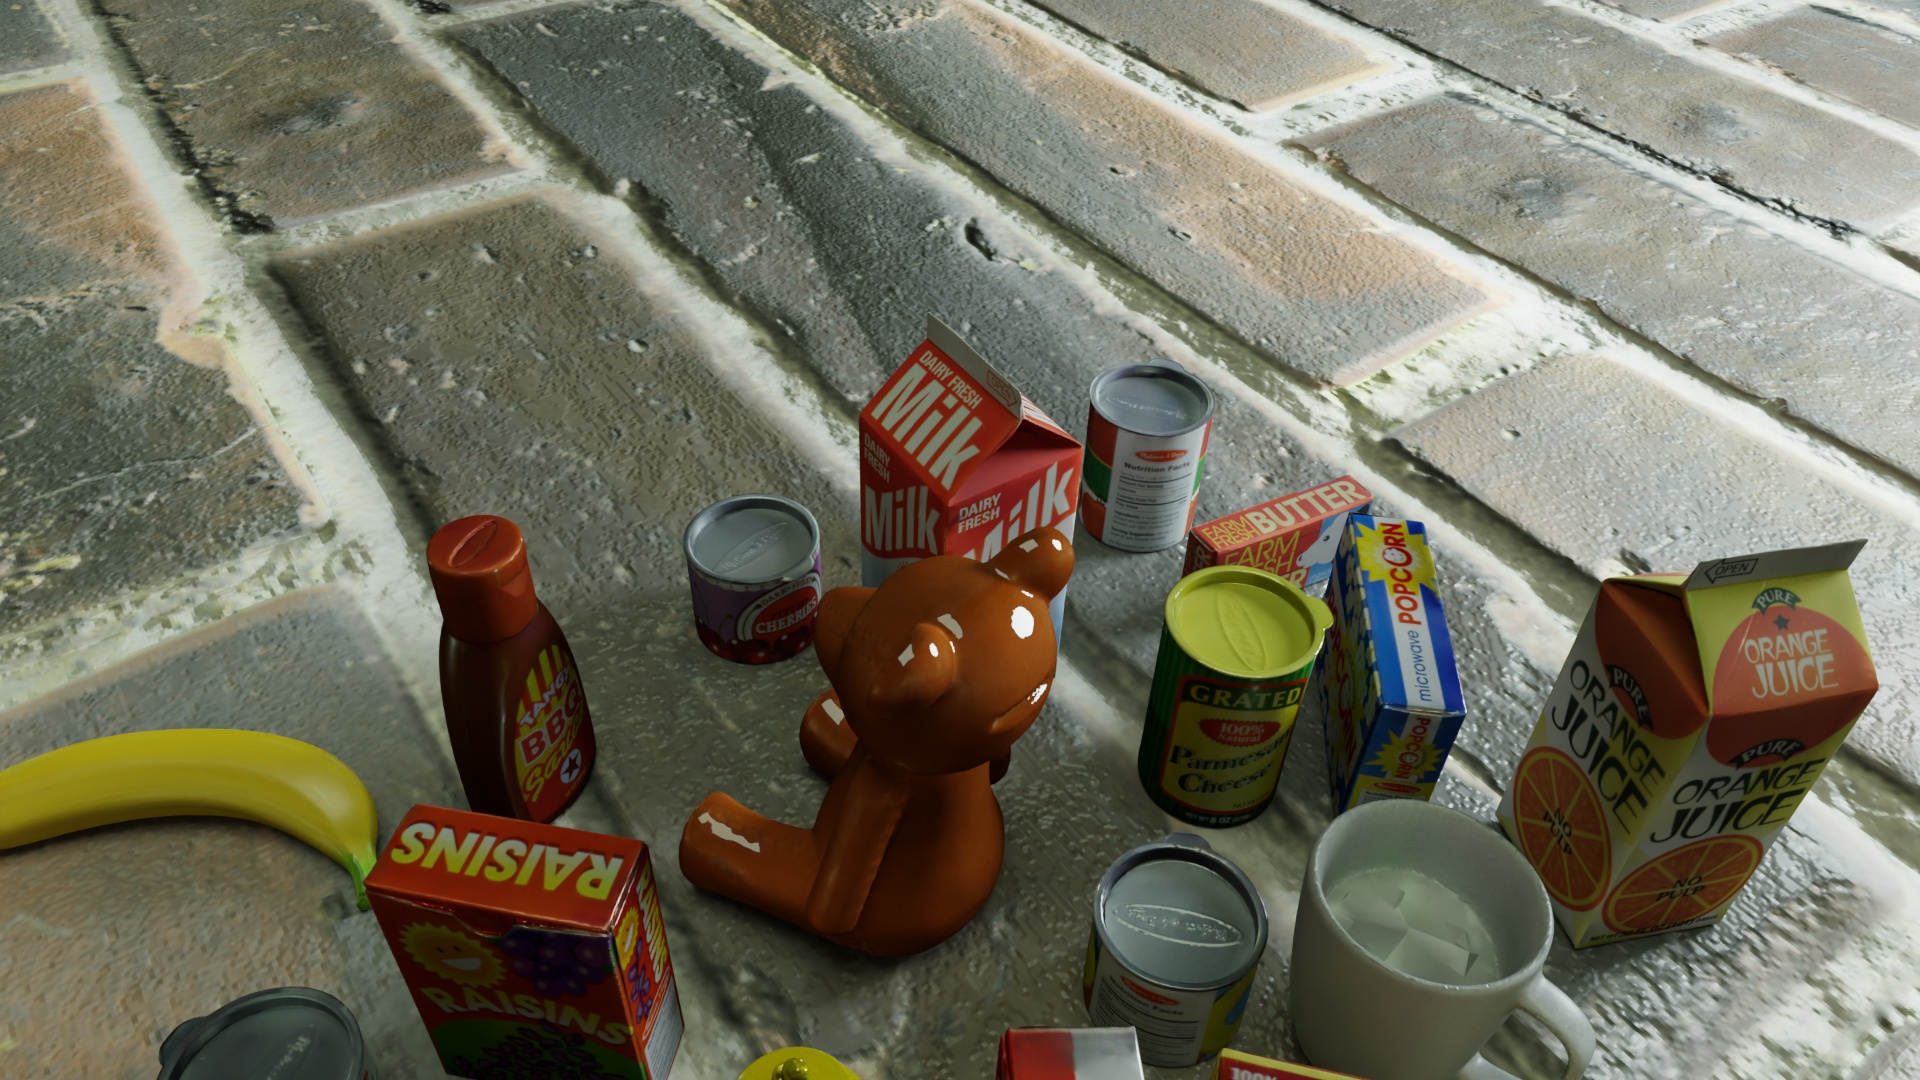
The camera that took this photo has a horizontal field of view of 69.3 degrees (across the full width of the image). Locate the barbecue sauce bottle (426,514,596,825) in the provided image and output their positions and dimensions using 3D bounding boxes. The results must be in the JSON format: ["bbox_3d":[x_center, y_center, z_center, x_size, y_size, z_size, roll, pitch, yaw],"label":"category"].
[{"bbox_3d":[-0.189,0.056,0.581,0.044,0.147,0.065,15,43,14],"label":"barbecue sauce bottle"}]

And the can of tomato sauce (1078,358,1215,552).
[{"bbox_3d":[0.100,-0.046,0.760,0.071,0.082,0.071,1,41,-1],"label":"can of tomato sauce"}]

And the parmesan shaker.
[{"bbox_3d":[0.119,0.071,0.614,0.071,0.102,0.072,1,41,-1],"label":"parmesan shaker"}]

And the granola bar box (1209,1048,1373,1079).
[{"bbox_3d":[0.151,0.220,0.430,0.166,0.123,0.039,10,42,8],"label":"granola bar box"}]

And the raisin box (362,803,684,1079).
[{"bbox_3d":[-0.150,0.151,0.494,0.086,0.122,0.040,9,42,7],"label":"raisin box"}]

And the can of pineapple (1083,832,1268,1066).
[{"bbox_3d":[0.083,0.161,0.544,0.071,0.057,0.071,1,42,-1],"label":"can of pineapple"}]

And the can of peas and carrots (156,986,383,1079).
[{"bbox_3d":[-0.238,0.200,0.484,0.071,0.058,0.071,1,42,-1],"label":"can of peas and carrots"}]

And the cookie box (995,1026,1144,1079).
[{"bbox_3d":[0.031,0.231,0.380,0.040,0.166,0.123,-2,42,-5],"label":"cookie box"}]

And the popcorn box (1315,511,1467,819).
[{"bbox_3d":[0.195,0.060,0.643,0.038,0.084,0.127,5,42,3],"label":"popcorn box"}]

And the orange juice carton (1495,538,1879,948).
[{"bbox_3d":[0.287,0.074,0.551,0.072,0.191,0.073,-7,42,-10],"label":"orange juice carton"}]

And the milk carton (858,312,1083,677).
[{"bbox_3d":[0.002,-0.008,0.631,0.074,0.189,0.072,-23,48,-26],"label":"milk carton"}]

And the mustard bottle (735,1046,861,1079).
[{"bbox_3d":[-0.049,0.195,0.423,0.049,0.159,0.066,10,42,9],"label":"mustard bottle"}]

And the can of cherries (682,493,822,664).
[{"bbox_3d":[-0.101,0.021,0.693,0.071,0.058,0.072,1,42,-1],"label":"can of cherries"}]

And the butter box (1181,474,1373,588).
[{"bbox_3d":[0.165,0.004,0.728,0.104,0.052,0.024,-18,45,-21],"label":"butter box"}]
